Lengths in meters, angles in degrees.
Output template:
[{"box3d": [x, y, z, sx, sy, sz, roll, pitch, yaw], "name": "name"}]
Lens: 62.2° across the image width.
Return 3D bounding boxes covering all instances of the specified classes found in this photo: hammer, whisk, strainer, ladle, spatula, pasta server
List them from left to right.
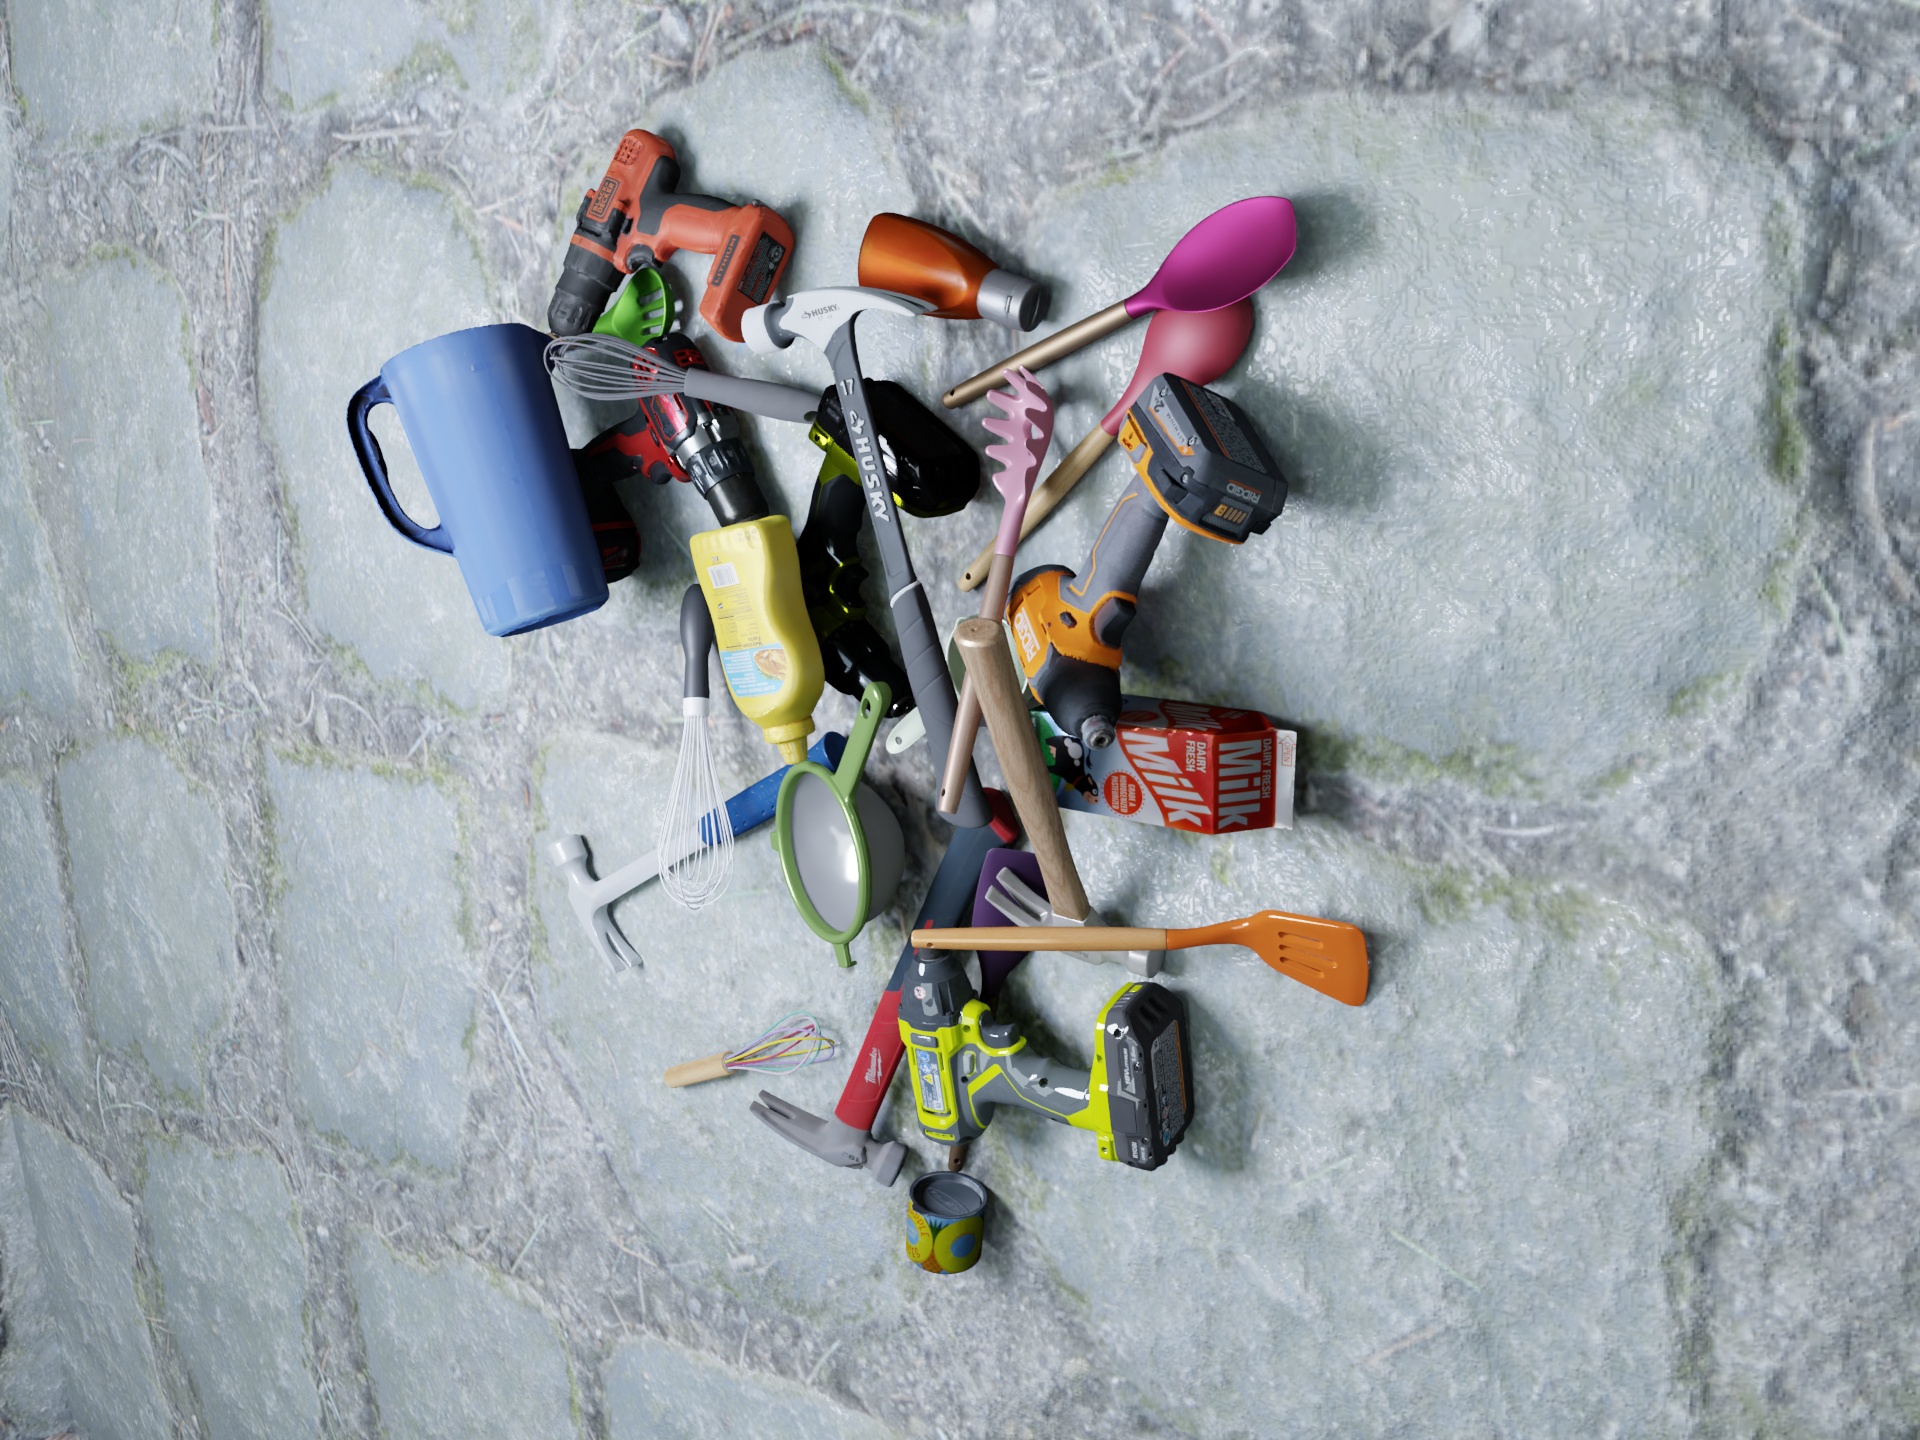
[{"box3d": [-0.216, -0.268, 1.273, 0.239, 0.055, 0.055, 12, 112, 2], "name": "whisk"}, {"box3d": [-0.229, 0.021, 1.379, 0.070, 0.070, 0.285, -7, 80, 38], "name": "whisk"}, {"box3d": [-0.235, 0.111, 1.448, 0.405, 0.035, 0.144, -29, 83, 38], "name": "hammer"}, {"box3d": [-0.203, 0.312, 1.474, 0.245, 0.047, 0.051, -24, 88, 42], "name": "whisk"}, {"box3d": [-0.075, 0.064, 1.265, 0.152, 0.069, 0.256, 55, 140, 34], "name": "strainer"}, {"box3d": [-0.056, 0.214, 1.316, 0.143, 0.038, 0.386, 25, 115, 6], "name": "hammer"}, {"box3d": [-0.040, -0.112, 1.153, 0.149, 0.036, 0.408, -4, 109, 35], "name": "hammer"}, {"box3d": [0.018, -0.091, 1.117, 0.060, 0.040, 0.316, 6, 83, 61], "name": "pasta server"}, {"box3d": [0.022, 0.242, 1.291, 0.060, 0.018, 0.315, 10, 115, -3], "name": "spatula"}, {"box3d": [0.052, 0.059, 1.116, 0.130, 0.031, 0.331, 11, 139, 32], "name": "hammer"}, {"box3d": [0.090, -0.191, 1.129, 0.315, 0.031, 0.069, -45, 67, 38], "name": "ladle"}, {"box3d": [0.121, 0.161, 1.124, 0.322, 0.041, 0.081, -2, 129, 12], "name": "spatula"}]

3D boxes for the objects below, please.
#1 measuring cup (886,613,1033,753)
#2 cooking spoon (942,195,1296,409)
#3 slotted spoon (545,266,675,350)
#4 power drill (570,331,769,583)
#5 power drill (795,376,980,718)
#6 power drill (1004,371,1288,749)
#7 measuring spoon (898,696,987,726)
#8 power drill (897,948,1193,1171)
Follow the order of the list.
[{"box3d": [0.002, -0.022, 1.230, 0.167, 0.038, 0.083, -40, 76, 37], "name": "measuring cup"}, {"box3d": [0.098, -0.272, 1.086, 0.319, 0.017, 0.069, -16, 70, 45], "name": "cooking spoon"}, {"box3d": [-0.355, -0.344, 1.427, 0.314, 0.031, 0.070, -3, 94, 40], "name": "slotted spoon"}, {"box3d": [-0.267, -0.197, 1.369, 0.226, 0.080, 0.188, -33, 82, 35], "name": "power drill"}, {"box3d": [-0.077, -0.130, 1.240, 0.191, 0.080, 0.228, 44, 127, 20], "name": "power drill"}, {"box3d": [0.116, -0.097, 1.058, 0.226, 0.084, 0.164, -55, 33, 31], "name": "power drill"}, {"box3d": [-0.002, -0.004, 1.251, 0.124, 0.018, 0.034, 0, 102, 37], "name": "measuring spoon"}, {"box3d": [0.057, 0.253, 1.217, 0.223, 0.080, 0.171, 3, 109, 31], "name": "power drill"}]
